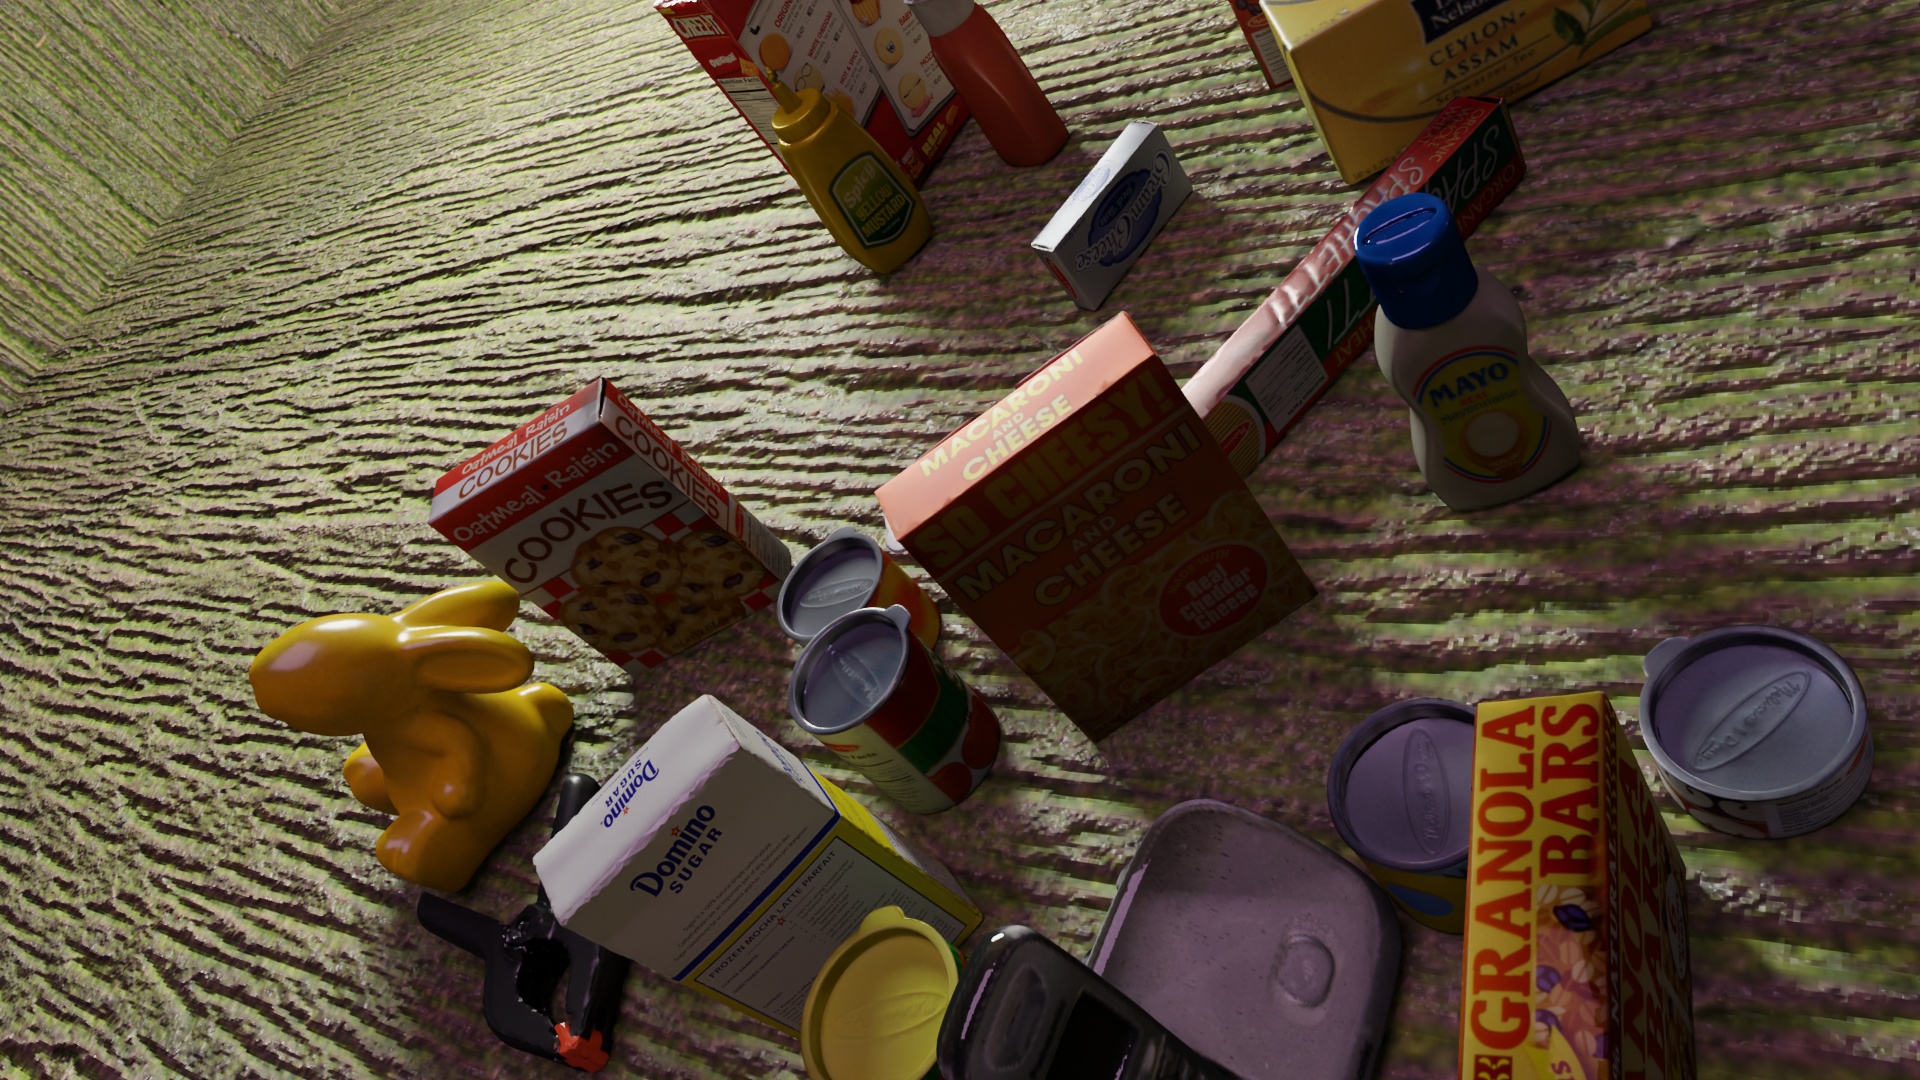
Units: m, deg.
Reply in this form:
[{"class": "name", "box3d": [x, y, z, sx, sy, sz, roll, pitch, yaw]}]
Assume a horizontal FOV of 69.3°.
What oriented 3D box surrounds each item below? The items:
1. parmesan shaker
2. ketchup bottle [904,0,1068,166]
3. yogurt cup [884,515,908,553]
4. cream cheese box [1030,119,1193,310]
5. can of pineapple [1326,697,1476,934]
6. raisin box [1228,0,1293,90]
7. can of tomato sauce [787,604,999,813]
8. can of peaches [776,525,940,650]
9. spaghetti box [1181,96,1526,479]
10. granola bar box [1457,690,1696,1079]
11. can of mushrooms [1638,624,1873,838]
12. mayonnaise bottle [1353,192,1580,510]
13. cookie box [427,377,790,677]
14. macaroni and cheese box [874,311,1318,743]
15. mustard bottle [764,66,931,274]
[{"class": "parmesan shaker", "box3d": [-0.002, 0.189, 0.518, 0.071, 0.103, 0.072, -22, 44, 23]}, {"class": "ketchup bottle", "box3d": [0.013, -0.316, 0.919, 0.043, 0.148, 0.065, -49, 40, -8]}, {"class": "yogurt cup", "box3d": [0.003, -0.009, 0.728, 0.072, 0.053, 0.073, -22, 44, 23]}, {"class": "cream cheese box", "box3d": [0.091, -0.192, 0.820, 0.104, 0.053, 0.024, -52, 41, -11]}, {"class": "can of pineapple", "box3d": [0.173, 0.098, 0.492, 0.071, 0.057, 0.071, -22, 44, 23]}, {"class": "raisin box", "box3d": [0.178, -0.348, 0.834, 0.040, 0.123, 0.086, -19, 45, 26]}, {"class": "can of tomato sauce", "box3d": [-0.029, 0.079, 0.652, 0.071, 0.083, 0.071, -22, 44, 23]}, {"class": "can of peaches", "box3d": [-0.052, 0.037, 0.728, 0.071, 0.058, 0.071, -22, 44, 23]}, {"class": "spaghetti box", "box3d": [0.182, -0.115, 0.680, 0.250, 0.050, 0.029, -47, 40, -5]}, {"class": "granola bar box", "box3d": [0.178, 0.146, 0.395, 0.039, 0.124, 0.166, -9, 50, 34]}, {"class": "can of mushrooms", "box3d": [0.266, 0.063, 0.468, 0.071, 0.033, 0.071, -22, 44, 23]}, {"class": "mayonnaise bottle", "box3d": [0.198, -0.073, 0.554, 0.064, 0.147, 0.041, -23, 44, 22]}, {"class": "cookie box", "box3d": [-0.196, -0.003, 0.794, 0.123, 0.167, 0.040, -28, 42, 17]}, {"class": "macaroni and cheese box", "box3d": [0.061, 0.001, 0.584, 0.123, 0.166, 0.040, -36, 40, 8]}, {"class": "mustard bottle", "box3d": [-0.083, -0.251, 0.929, 0.065, 0.160, 0.049, -45, 40, -3]}]
